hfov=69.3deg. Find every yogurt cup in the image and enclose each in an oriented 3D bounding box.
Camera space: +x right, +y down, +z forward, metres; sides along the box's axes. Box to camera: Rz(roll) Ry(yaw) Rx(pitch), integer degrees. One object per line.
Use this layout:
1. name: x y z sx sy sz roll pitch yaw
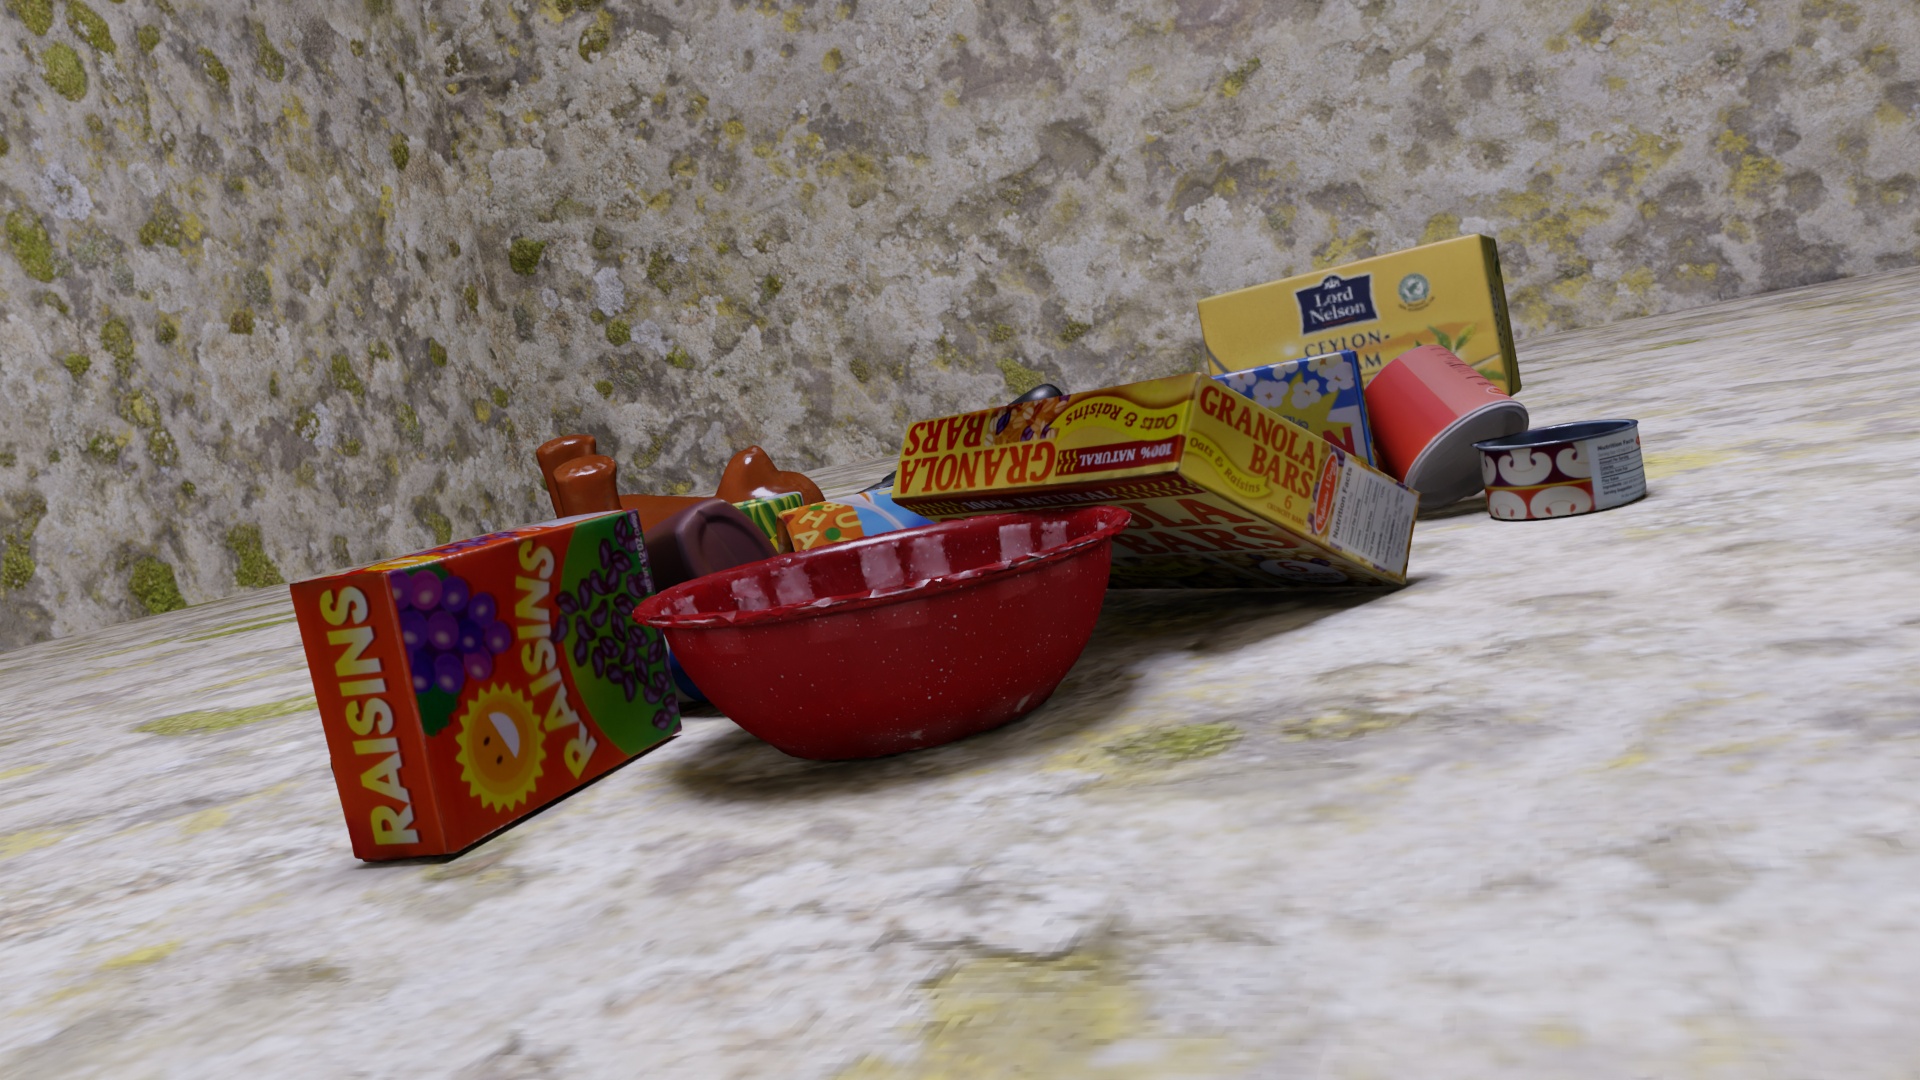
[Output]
1. yogurt cup: 0.228 -0.057 0.667 0.072 0.054 0.072 -20 -36 -15

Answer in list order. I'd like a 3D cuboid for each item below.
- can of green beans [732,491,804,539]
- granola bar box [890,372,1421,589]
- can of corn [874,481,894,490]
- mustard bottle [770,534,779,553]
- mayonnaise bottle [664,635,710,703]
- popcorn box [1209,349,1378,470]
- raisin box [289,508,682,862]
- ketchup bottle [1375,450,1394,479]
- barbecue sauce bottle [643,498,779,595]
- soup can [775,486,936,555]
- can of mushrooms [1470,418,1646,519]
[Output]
1. can of green beans: -0.130 0.003 0.907 0.071 0.057 0.071 -11 6 1
2. granola bar box: 0.070 -0.016 0.539 0.124 0.039 0.165 22 -15 -34
3. can of corn: -0.011 -0.006 0.767 0.071 0.058 0.071 -11 6 1
4. mustard bottle: -0.077 0.014 0.739 0.065 0.048 0.160 -12 6 -18
5. mayonnaise bottle: -0.128 0.048 0.566 0.148 0.041 0.065 -4 2 40
6. popcorn box: 0.133 -0.038 0.667 0.126 0.085 0.038 -10 4 17
7. raisin box: -0.147 0.041 0.449 0.040 0.086 0.124 -7 7 22
8. ketchup bottle: 0.212 -0.039 0.728 0.149 0.043 0.064 -13 5 -13
9. barbecue sauce bottle: -0.138 0.029 0.645 0.148 0.065 0.044 -23 16 50
10. soup can: -0.035 0.007 0.625 0.084 0.071 0.071 -13 6 -15
11. can of mushrooms: 0.262 -0.032 0.612 0.071 0.033 0.071 -12 6 1
